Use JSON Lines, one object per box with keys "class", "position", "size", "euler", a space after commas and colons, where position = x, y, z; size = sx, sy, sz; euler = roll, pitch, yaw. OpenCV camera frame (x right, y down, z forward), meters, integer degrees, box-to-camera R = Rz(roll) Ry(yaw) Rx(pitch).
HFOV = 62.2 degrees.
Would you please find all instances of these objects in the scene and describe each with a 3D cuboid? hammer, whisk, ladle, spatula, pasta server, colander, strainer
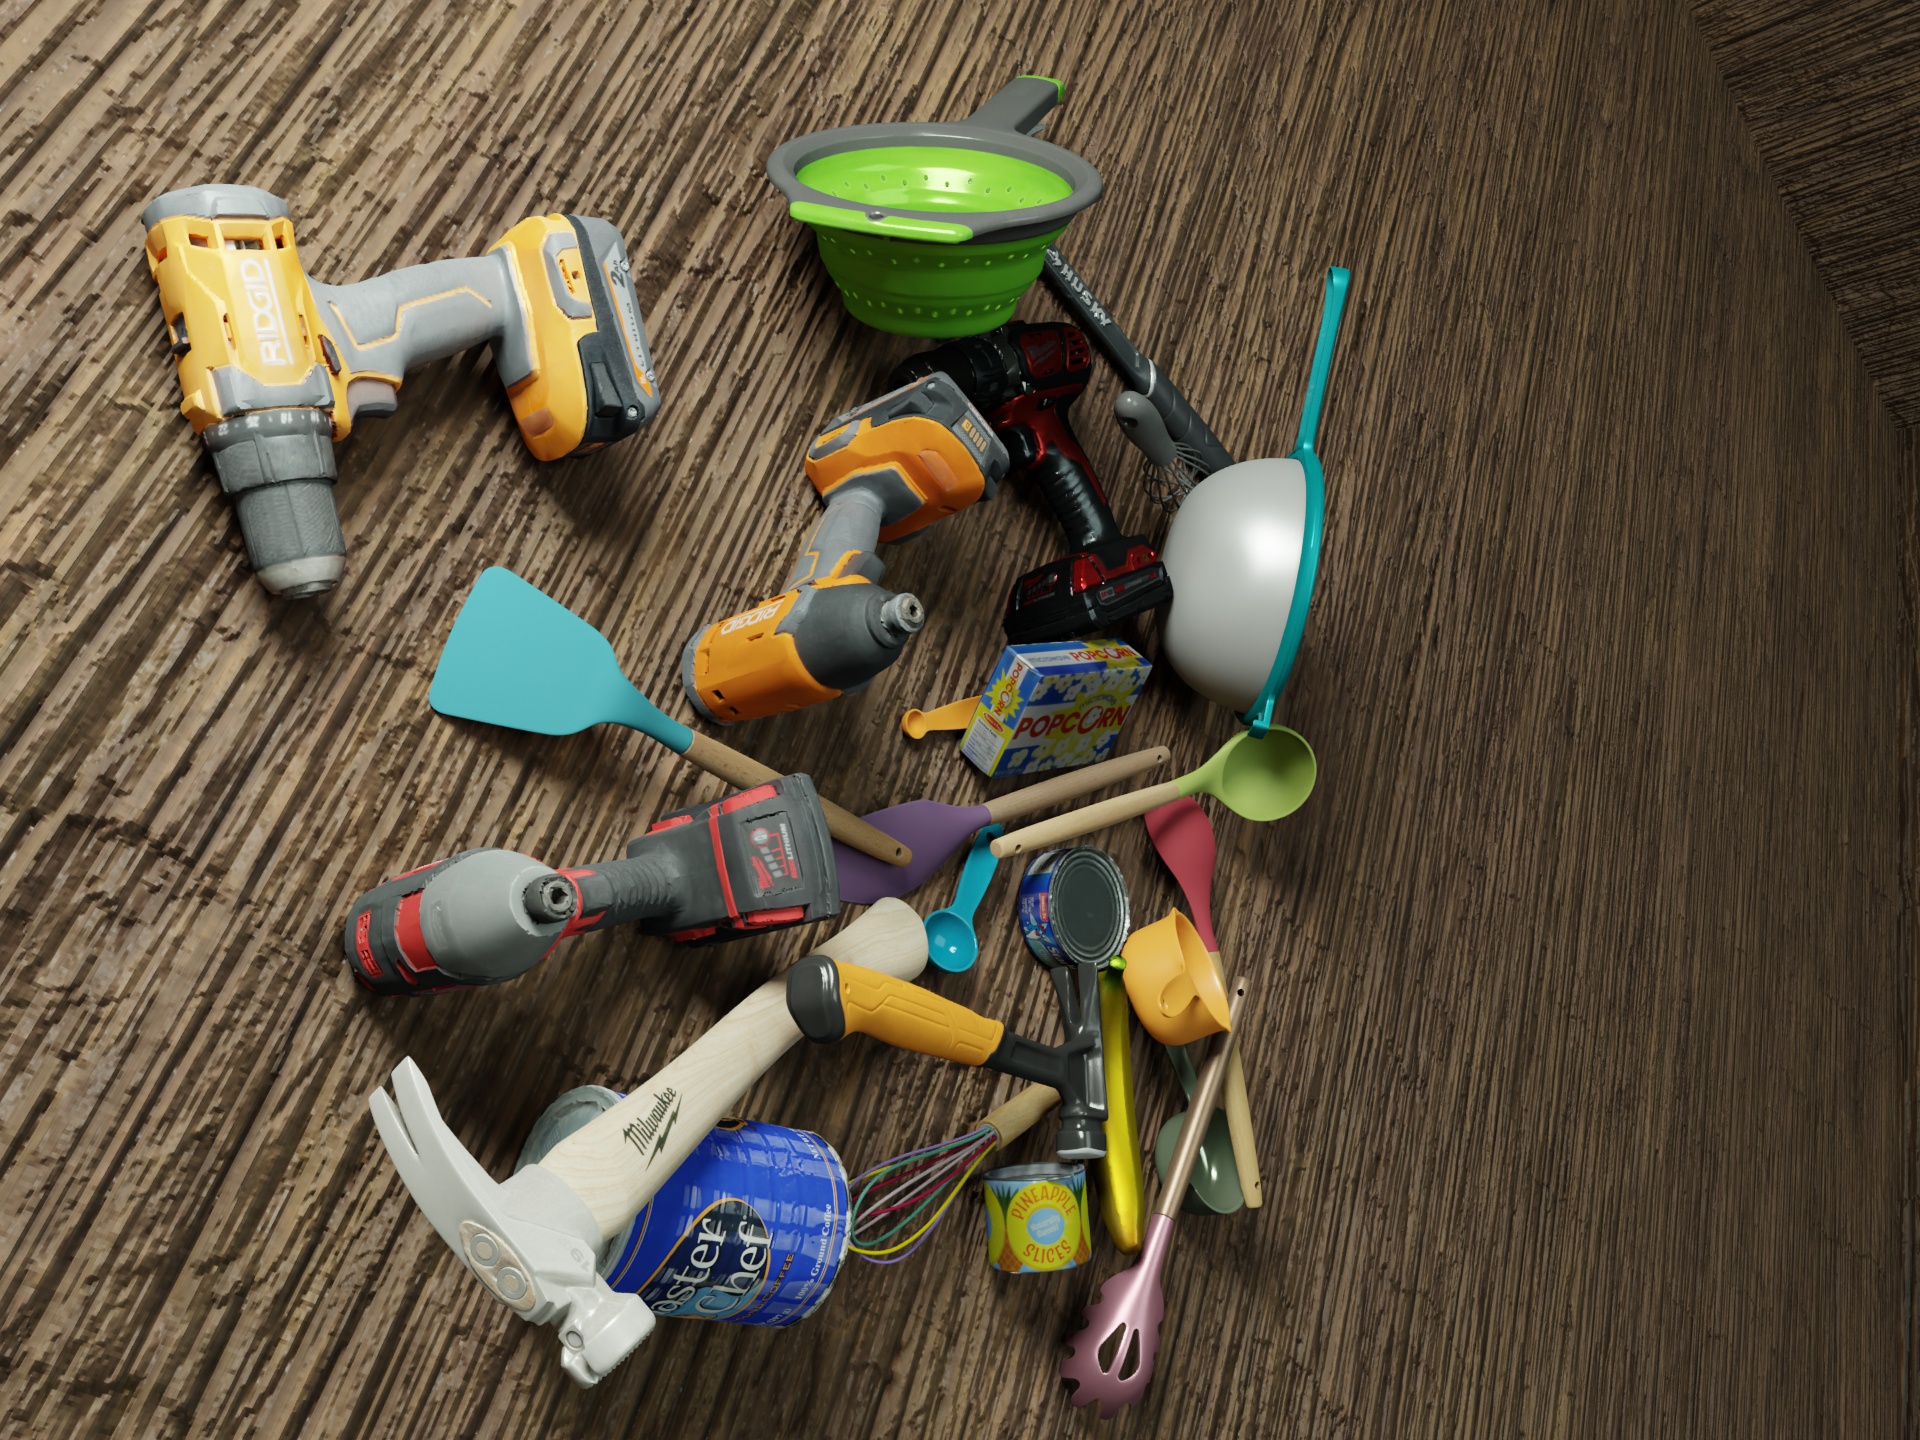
{"class": "hammer", "position": [0.004, 0.176, 0.925], "size": [0.336, 0.034, 0.127], "euler": [33, 50, -55]}
{"class": "hammer", "position": [0.136, -0.289, 1.262], "size": [0.408, 0.036, 0.149], "euler": [44, 52, -32]}
{"class": "whisk", "position": [0.003, 0.266, 0.997], "size": [0.245, 0.047, 0.051], "euler": [-20, 108, -51]}
{"class": "ladle", "position": [0.187, 0.199, 1.180], "size": [0.069, 0.031, 0.315], "euler": [3, 72, -41]}
{"class": "spatula", "position": [0.035, 0.060, 1.069], "size": [0.316, 0.018, 0.059], "euler": [-17, 107, -40]}
{"class": "pasta server", "position": [0.147, 0.320, 1.100], "size": [0.060, 0.040, 0.316], "euler": [24, 62, 2]}
{"class": "whisk", "position": [0.146, -0.201, 1.180], "size": [0.238, 0.055, 0.055], "euler": [22, 63, -71]}
{"class": "ladle", "position": [0.145, 0.060, 1.137], "size": [0.320, 0.062, 0.078], "euler": [-14, 115, -43]}
{"class": "hammer", "position": [-0.117, 0.159, 0.803], "size": [0.146, 0.038, 0.410], "euler": [48, 23, 5]}
{"class": "colander", "position": [0.006, -0.343, 1.054], "size": [0.397, 0.204, 0.094], "euler": [-62, 160, -53]}
{"class": "spatula", "position": [-0.142, 0.020, 0.895], "size": [0.317, 0.044, 0.082], "euler": [33, 67, -40]}
{"class": "strainer", "position": [0.208, -0.167, 1.178], "size": [0.211, 0.095, 0.340], "euler": [-84, -176, -75]}

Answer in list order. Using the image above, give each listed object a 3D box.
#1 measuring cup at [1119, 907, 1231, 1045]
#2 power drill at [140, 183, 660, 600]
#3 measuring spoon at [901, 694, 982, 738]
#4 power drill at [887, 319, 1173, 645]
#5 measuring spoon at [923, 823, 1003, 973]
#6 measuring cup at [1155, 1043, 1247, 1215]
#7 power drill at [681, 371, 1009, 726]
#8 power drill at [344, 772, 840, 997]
{"class": "measuring cup", "position": [0.136, 0.187, 1.087], "size": [0.095, 0.052, 0.173], "euler": [66, 18, 6]}
{"class": "power drill", "position": [-0.264, -0.162, 0.782], "size": [0.226, 0.084, 0.185], "euler": [-14, 92, -43]}
{"class": "measuring spoon", "position": [-0.002, -0.003, 1.073], "size": [0.117, 0.011, 0.021], "euler": [-12, 92, -51]}
{"class": "power drill", "position": [0.047, -0.167, 1.112], "size": [0.188, 0.080, 0.226], "euler": [-24, 96, -47]}
{"class": "measuring spoon", "position": [0.002, 0.116, 1.047], "size": [0.042, 0.021, 0.129], "euler": [37, 45, -13]}
{"class": "measuring cup", "position": [0.158, 0.280, 1.164], "size": [0.083, 0.038, 0.168], "euler": [-10, 76, -48]}
{"class": "power drill", "position": [-0.054, -0.100, 0.927], "size": [0.084, 0.164, 0.227], "euler": [48, 49, -28]}
{"class": "power drill", "position": [-0.170, 0.083, 0.780], "size": [0.219, 0.143, 0.078], "euler": [-8, 82, -49]}
